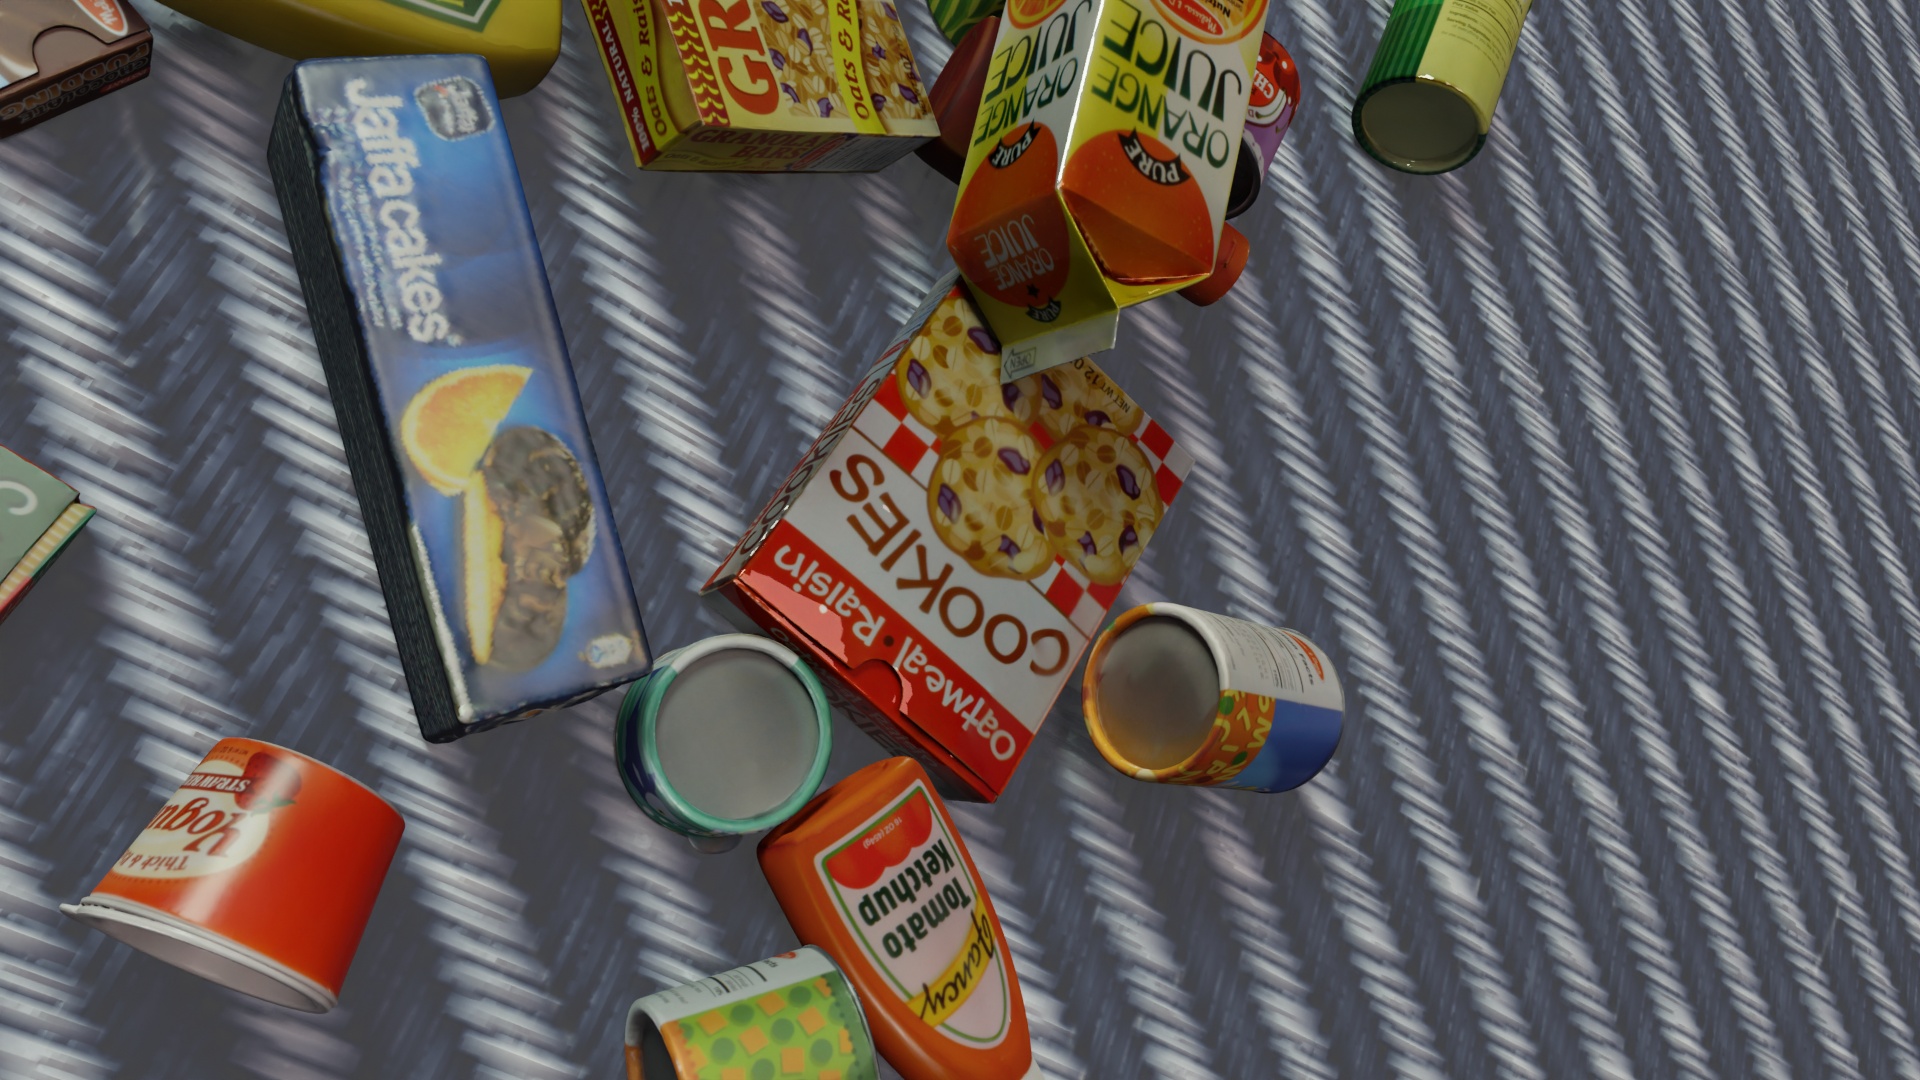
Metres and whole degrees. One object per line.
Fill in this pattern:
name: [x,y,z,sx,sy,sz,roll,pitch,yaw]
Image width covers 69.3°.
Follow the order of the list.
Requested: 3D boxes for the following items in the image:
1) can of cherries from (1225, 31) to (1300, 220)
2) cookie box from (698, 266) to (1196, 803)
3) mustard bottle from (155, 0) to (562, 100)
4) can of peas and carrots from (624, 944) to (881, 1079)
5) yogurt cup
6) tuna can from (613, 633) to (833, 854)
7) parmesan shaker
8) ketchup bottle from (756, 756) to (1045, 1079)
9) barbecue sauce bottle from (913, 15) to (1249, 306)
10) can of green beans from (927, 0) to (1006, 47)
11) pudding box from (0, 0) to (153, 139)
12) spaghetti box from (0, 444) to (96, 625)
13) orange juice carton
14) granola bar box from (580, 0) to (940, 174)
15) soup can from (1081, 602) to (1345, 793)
can of cherries: [0.109,-0.184,0.604,0.071,0.071,0.058,37,63,-17]
cookie box: [0.002,-0.006,0.518,0.123,0.040,0.168,42,62,-15]
mustard bottle: [-0.203,-0.179,0.422,0.160,0.048,0.065,-1,79,-42]
can of peas and carrots: [-0.063,0.166,0.423,0.059,0.070,0.071,-9,83,-30]
yogurt cup: [-0.188,0.089,0.374,0.072,0.072,0.054,32,57,-20]
tuna can: [-0.077,0.067,0.459,0.071,0.032,0.071,8,74,-28]
parmesan shaker: [0.239,-0.244,0.696,0.071,0.071,0.103,34,64,-19]
ketchup bottle: [-0.009,0.152,0.472,0.065,0.043,0.148,-31,95,-37]
barbecue sauce bottle: [0.055,-0.150,0.581,0.148,0.043,0.065,29,79,-22]
can of green beans: [0.026,-0.238,0.577,0.071,0.057,0.071,7,75,-28]
pudding box: [-0.283,-0.164,0.399,0.050,0.030,0.083,-43,101,-31]
spaghetti box: [-0.345,-0.058,0.339,0.250,0.028,0.050,36,63,-18]
orange juice carton: [0.054,-0.151,0.505,0.073,0.071,0.193,20,76,-29]
granola bar box: [-0.085,-0.215,0.500,0.124,0.039,0.165,-17,87,-50]
soup can: [0.095,0.063,0.528,0.084,0.071,0.071,14,71,-46]
